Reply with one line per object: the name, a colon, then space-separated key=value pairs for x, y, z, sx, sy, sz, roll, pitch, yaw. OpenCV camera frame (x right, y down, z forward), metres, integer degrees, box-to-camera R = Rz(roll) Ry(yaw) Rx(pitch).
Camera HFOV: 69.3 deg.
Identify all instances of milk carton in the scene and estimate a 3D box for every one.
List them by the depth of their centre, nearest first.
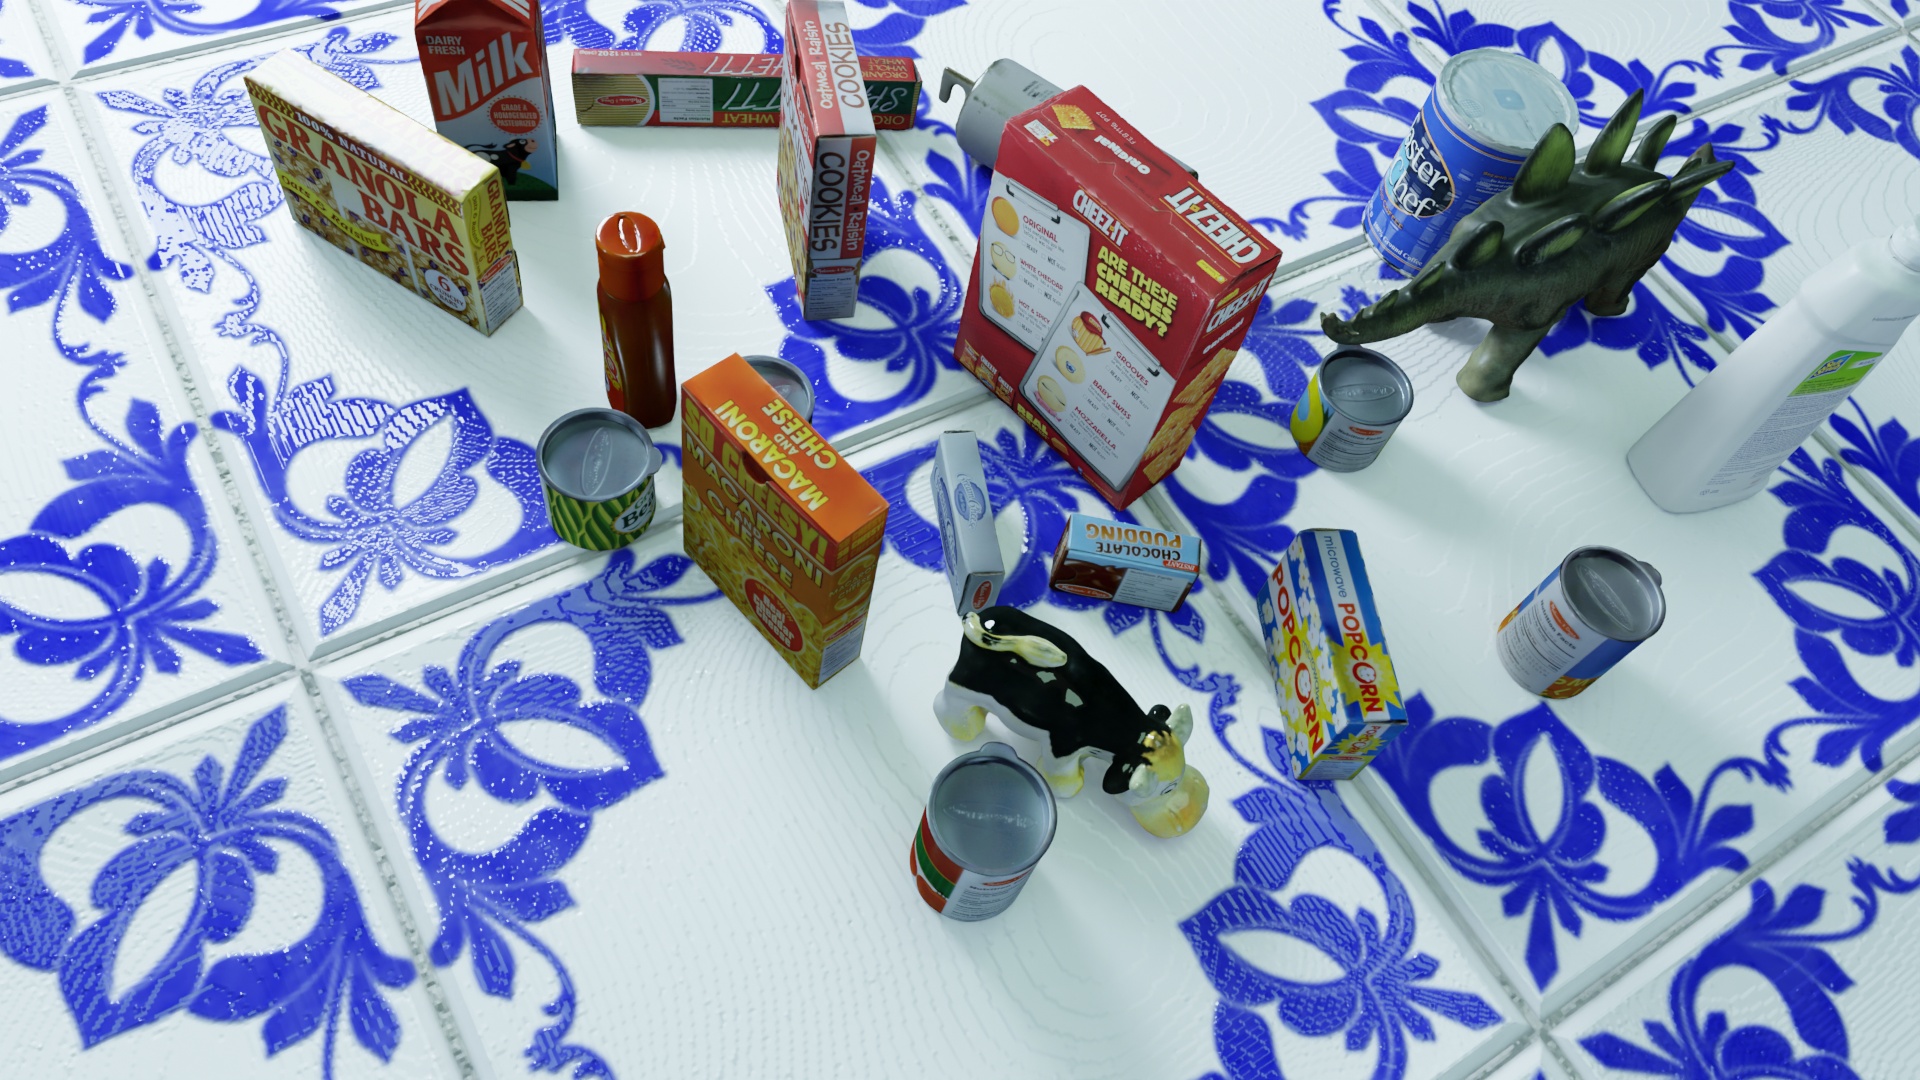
milk carton: x=-0.306 y=-0.311 z=0.898 sx=0.073 sy=0.189 sz=0.072 roll=-3 pitch=60 yaw=-12

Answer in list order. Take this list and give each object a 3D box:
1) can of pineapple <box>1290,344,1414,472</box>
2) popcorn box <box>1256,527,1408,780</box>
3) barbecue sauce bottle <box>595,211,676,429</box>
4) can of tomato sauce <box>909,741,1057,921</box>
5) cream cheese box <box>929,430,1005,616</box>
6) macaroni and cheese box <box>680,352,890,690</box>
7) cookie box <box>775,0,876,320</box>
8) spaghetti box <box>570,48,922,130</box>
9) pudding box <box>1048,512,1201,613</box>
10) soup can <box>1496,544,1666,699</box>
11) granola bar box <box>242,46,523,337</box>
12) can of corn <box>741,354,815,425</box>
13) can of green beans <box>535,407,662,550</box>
can of pineapple: x=0.264 y=-0.090 z=0.941 sx=0.071 sy=0.057 sz=0.071 roll=5 pitch=58 yaw=-7
popcorn box: x=0.215 y=0.067 z=0.819 sx=0.038 sy=0.084 sz=0.127 roll=0 pitch=59 yaw=-10
barbecue sauce bottle: x=-0.194 y=-0.132 z=0.832 sx=0.044 sy=0.147 sz=0.065 roll=-12 pitch=62 yaw=-17
can of tomato sauce: x=0.010 y=0.155 z=0.729 sx=0.071 sy=0.082 sz=0.071 roll=5 pitch=58 yaw=-7
cream cheese box: x=0.003 y=-0.011 z=0.848 sx=0.024 sy=0.053 sz=0.104 roll=-4 pitch=59 yaw=-12
macaroni and cheese box: x=-0.101 y=-0.005 z=0.759 sx=0.040 sy=0.165 sz=0.124 roll=-37 pitch=71 yaw=-27
cookie box: x=-0.092 y=-0.246 z=0.909 sx=0.040 sy=0.166 sz=0.123 roll=-6 pitch=60 yaw=-14
spaghetti box: x=-0.155 y=-0.330 z=1.020 sx=0.250 sy=0.050 sz=0.029 roll=-3 pitch=59 yaw=-12
pudding box: x=0.101 y=0.014 z=0.852 sx=0.084 sy=0.049 sz=0.030 roll=10 pitch=58 yaw=-4
soup can: x=0.384 y=0.051 z=0.860 sx=0.071 sy=0.083 sz=0.071 roll=5 pitch=58 yaw=-7
granola bar box: x=-0.356 y=-0.216 z=0.869 sx=0.166 sy=0.123 sz=0.039 roll=31 pitch=59 yaw=9
can of corn: x=-0.123 y=-0.070 z=0.859 sx=0.071 sy=0.058 sz=0.071 roll=5 pitch=58 yaw=-7
can of green beans: x=-0.214 y=-0.035 z=0.822 sx=0.071 sy=0.057 sz=0.071 roll=5 pitch=58 yaw=-7
